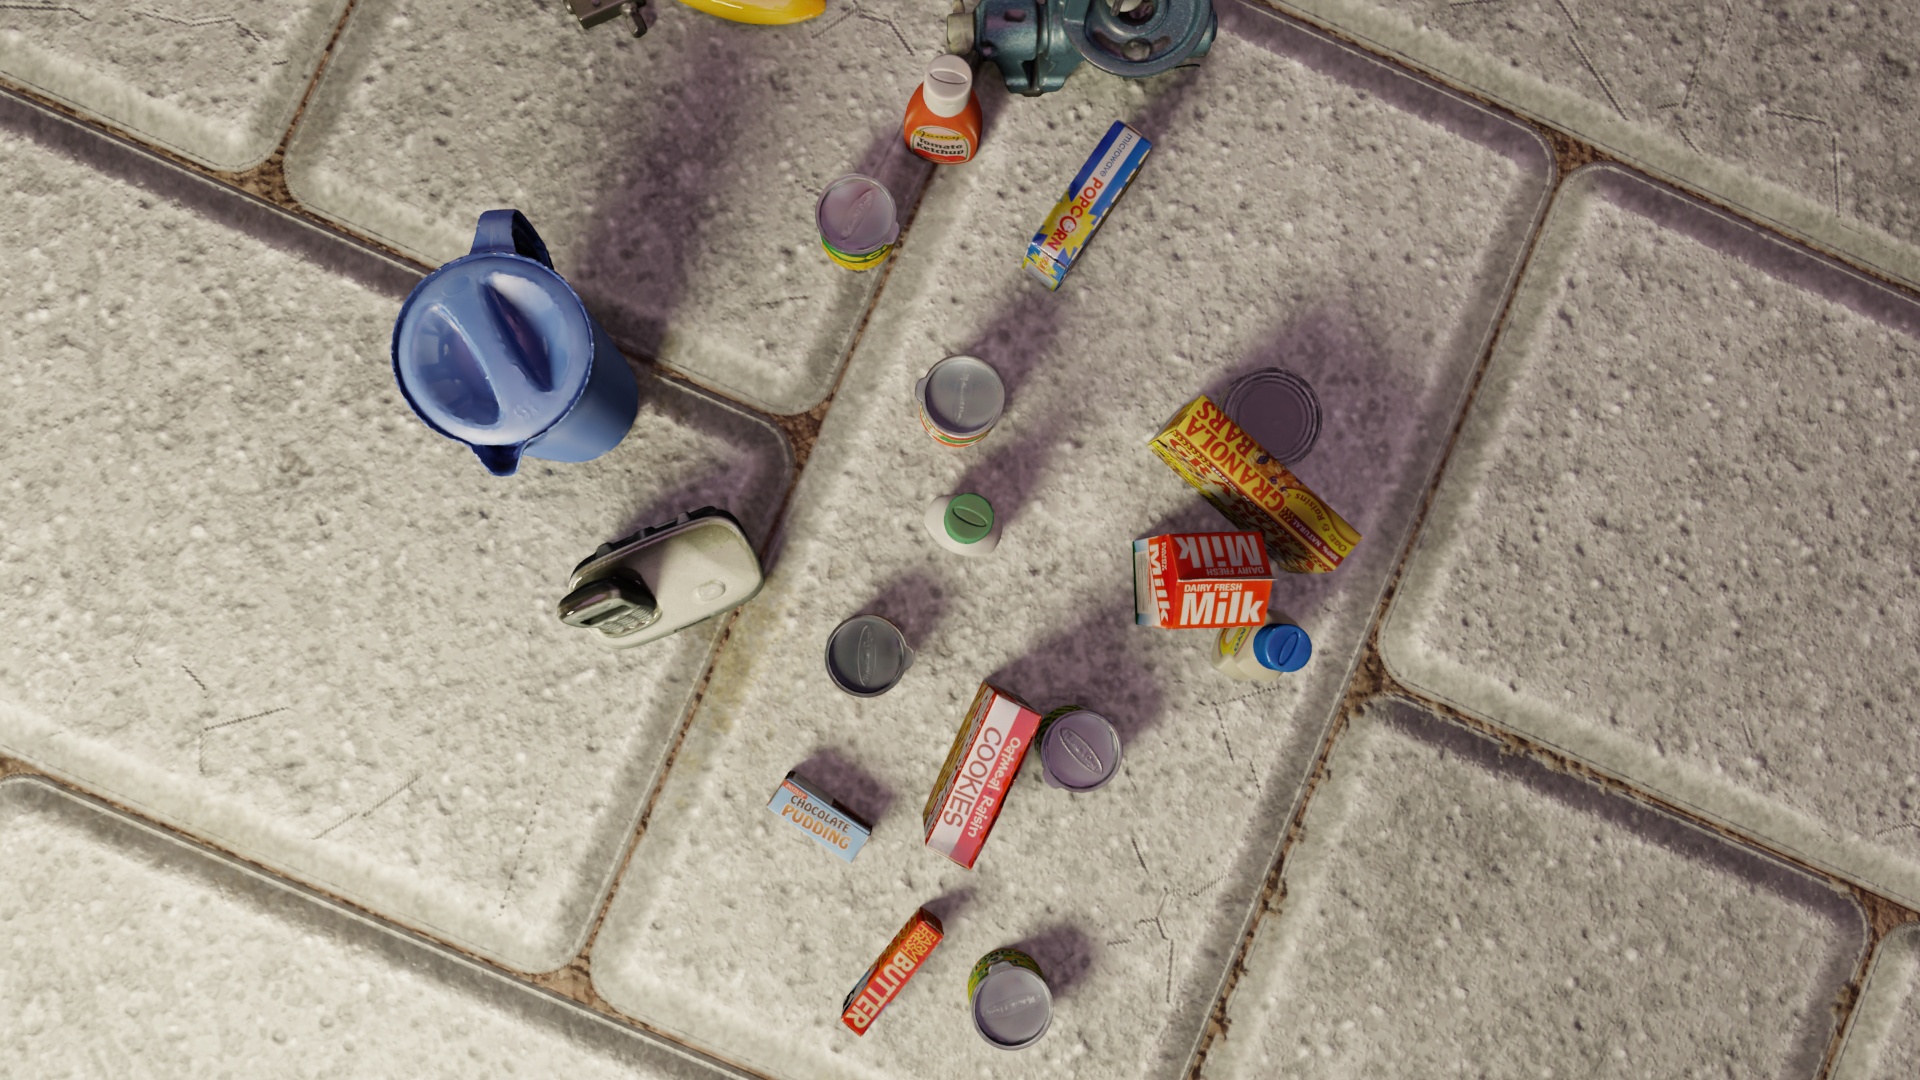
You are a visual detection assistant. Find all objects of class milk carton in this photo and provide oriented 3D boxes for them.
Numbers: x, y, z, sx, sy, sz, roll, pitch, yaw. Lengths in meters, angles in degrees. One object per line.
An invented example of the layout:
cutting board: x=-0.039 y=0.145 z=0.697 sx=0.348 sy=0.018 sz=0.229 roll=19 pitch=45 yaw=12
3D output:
milk carton: x=0.186 y=0.031 z=1.078 sx=0.072 sy=0.190 sz=0.073 roll=-2 pitch=88 yaw=-3

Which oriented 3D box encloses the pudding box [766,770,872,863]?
pudding box: x=-0.113 y=0.223 z=1.123 sx=0.084 sy=0.049 sz=0.030 roll=34 pitch=86 yaw=-1

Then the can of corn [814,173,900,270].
can of corn: x=-0.083 y=-0.260 z=1.146 sx=0.071 sy=0.058 sz=0.071 roll=0 pitch=87 yaw=-3

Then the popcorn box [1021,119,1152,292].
popcorn box: x=0.103 y=-0.274 z=1.142 sx=0.038 sy=0.085 sz=0.127 roll=35 pitch=86 yaw=-1

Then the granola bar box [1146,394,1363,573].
granola bar box: x=0.231 y=-0.041 z=1.117 sx=0.165 sy=0.124 sz=0.039 roll=42 pitch=87 yaw=0

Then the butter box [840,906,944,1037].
butter box: x=-0.055 y=0.345 z=1.118 sx=0.024 sy=0.053 sz=0.103 roll=40 pitch=86 yaw=-1

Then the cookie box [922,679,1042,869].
cookie box: x=0.014 y=0.176 z=1.073 sx=0.040 sy=0.167 sz=0.123 roll=25 pitch=87 yaw=-1

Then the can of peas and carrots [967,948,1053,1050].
can of peas and carrots: x=0.038 y=0.366 z=1.119 sx=0.071 sy=0.058 sz=0.071 roll=0 pitch=87 yaw=-3

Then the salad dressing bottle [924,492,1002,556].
salad dressing bottle: x=0.004 y=-0.014 z=1.092 sx=0.064 sy=0.147 sz=0.044 roll=25 pitch=87 yaw=-1

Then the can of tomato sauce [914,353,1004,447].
can of tomato sauce: x=-0.002 y=-0.112 z=1.129 sx=0.071 sy=0.083 sz=0.071 roll=0 pitch=87 yaw=-3

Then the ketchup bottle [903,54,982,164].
ketchup bottle: x=-0.012 y=-0.343 z=1.108 sx=0.065 sy=0.148 sz=0.043 roll=9 pitch=87 yaw=-2

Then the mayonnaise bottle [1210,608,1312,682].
mayonnaise bottle: x=0.239 y=0.082 z=1.099 sx=0.041 sy=0.148 sz=0.065 roll=28 pitch=87 yaw=-1

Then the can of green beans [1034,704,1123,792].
can of green beans: x=0.095 y=0.169 z=1.132 sx=0.071 sy=0.058 sz=0.071 roll=0 pitch=87 yaw=-3

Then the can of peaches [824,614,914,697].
can of peaches: x=-0.074 y=0.093 z=1.128 sx=0.071 sy=0.058 sz=0.071 roll=0 pitch=87 yaw=-3
